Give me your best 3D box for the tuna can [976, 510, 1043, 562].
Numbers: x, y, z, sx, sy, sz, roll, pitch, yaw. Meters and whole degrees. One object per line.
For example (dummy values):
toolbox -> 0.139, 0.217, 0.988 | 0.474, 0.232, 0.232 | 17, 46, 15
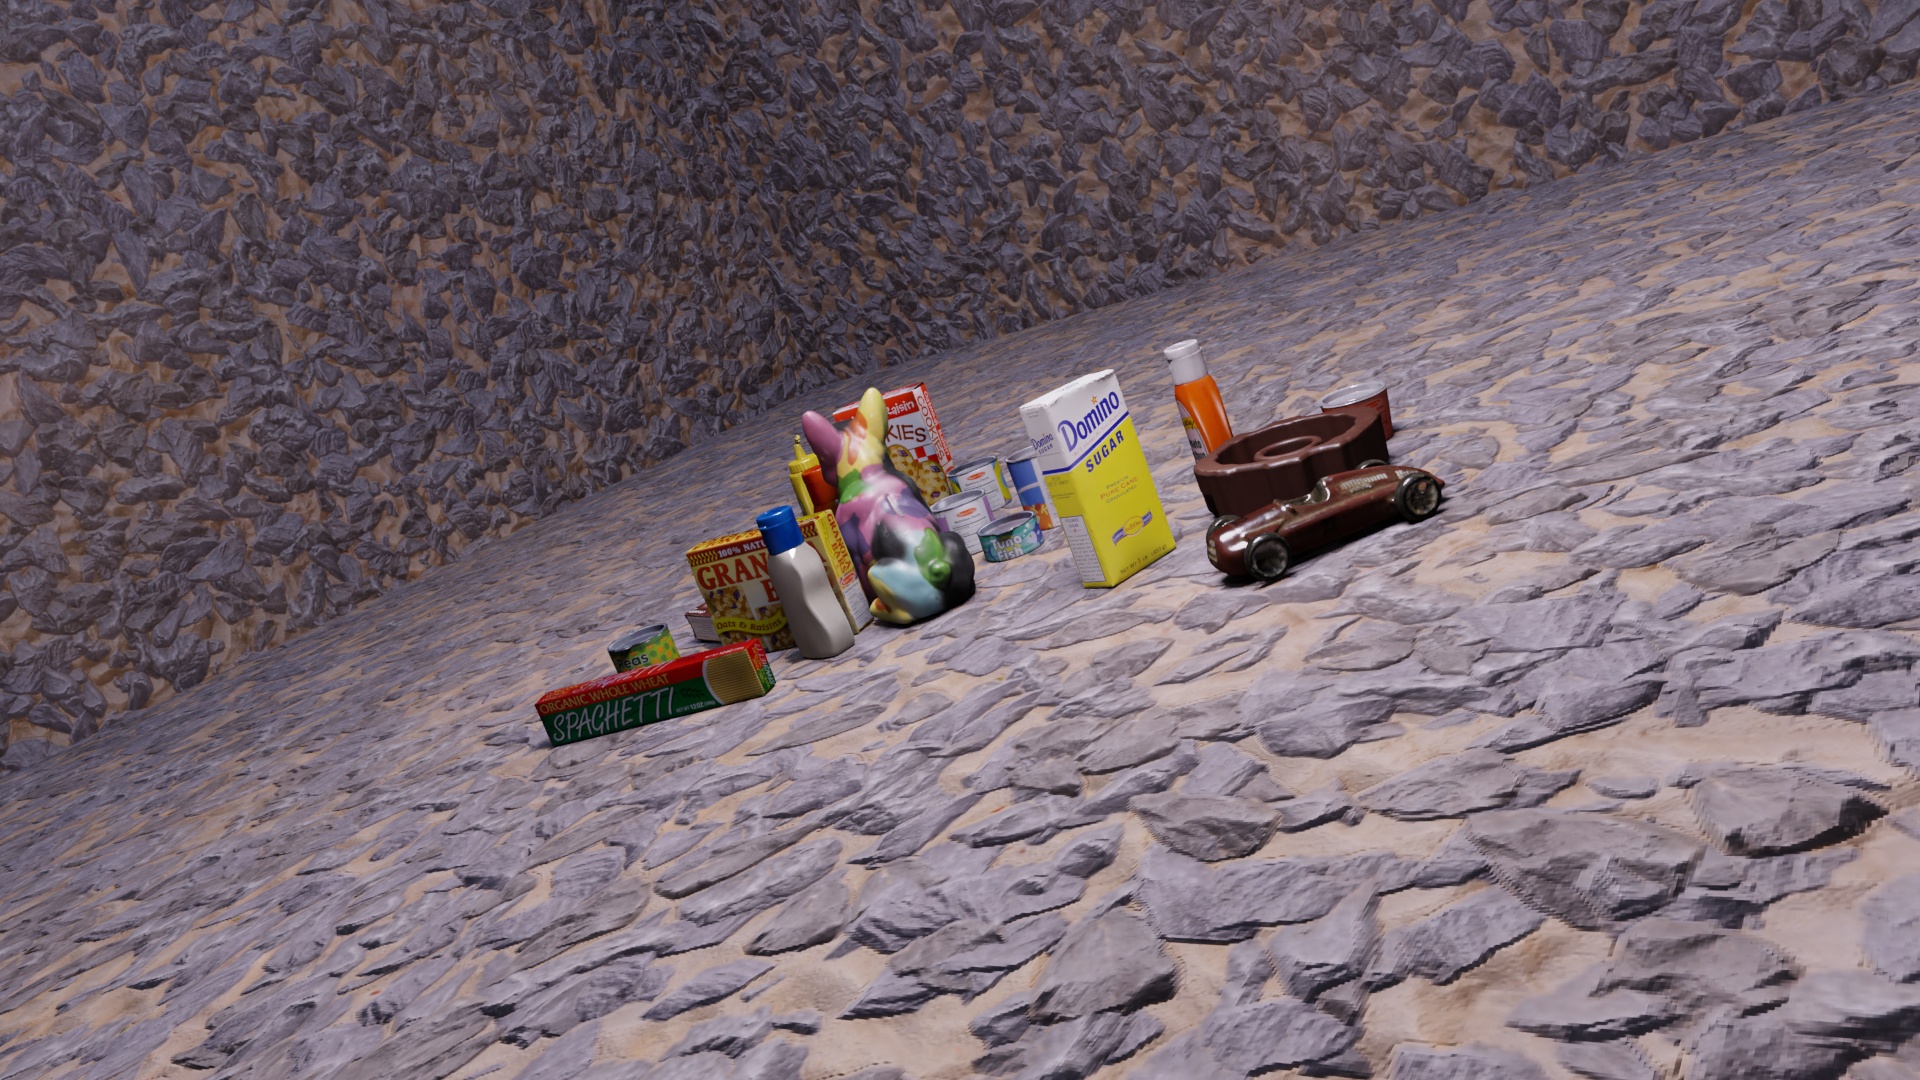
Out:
tuna can -> 0.053, -0.004, 1.462 | 0.071, 0.032, 0.071 | -19, 13, 5

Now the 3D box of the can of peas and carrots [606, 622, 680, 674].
can of peas and carrots -> -0.325, 0.126, 1.440 | 0.071, 0.058, 0.071 | -19, 13, 5

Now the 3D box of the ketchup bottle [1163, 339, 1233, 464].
ketchup bottle -> 0.250, -0.133, 1.435 | 0.043, 0.148, 0.065 | -22, 13, -6

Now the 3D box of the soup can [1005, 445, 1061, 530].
soup can -> 0.092, -0.061, 1.524 | 0.071, 0.083, 0.071 | -19, 13, 5

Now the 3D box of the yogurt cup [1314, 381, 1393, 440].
yogurt cup -> 0.398, -0.123, 1.387 | 0.072, 0.054, 0.072 | -19, 13, 5

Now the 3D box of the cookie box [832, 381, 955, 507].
cookie box -> -0.077, -0.106, 1.775 | 0.123, 0.167, 0.040 | -14, 14, 27

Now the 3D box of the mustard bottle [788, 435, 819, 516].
mustard bottle -> -0.182, -0.057, 1.747 | 0.049, 0.160, 0.065 | -22, 13, -9

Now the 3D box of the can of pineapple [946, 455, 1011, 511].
can of pineapple -> 0.024, -0.067, 1.709 | 0.071, 0.057, 0.071 | -19, 13, 5

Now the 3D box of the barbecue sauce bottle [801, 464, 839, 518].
barbecue sauce bottle -> -0.129, -0.011, 1.506 | 0.043, 0.148, 0.065 | -11, 16, 36

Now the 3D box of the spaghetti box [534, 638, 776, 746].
spaghetti box -> -0.296, 0.147, 1.329 | 0.250, 0.050, 0.029 | -15, 13, 20

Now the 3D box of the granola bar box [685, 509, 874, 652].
granola bar box -> -0.185, 0.047, 1.408 | 0.165, 0.124, 0.039 | -13, 14, 27

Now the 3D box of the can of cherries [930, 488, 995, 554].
can of cherries -> 0.005, -0.019, 1.540 | 0.071, 0.058, 0.071 | -19, 13, 5

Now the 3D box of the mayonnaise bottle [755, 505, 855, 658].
mayonnaise bottle -> -0.153, 0.040, 1.334 | 0.064, 0.147, 0.041 | -7, 18, 47
